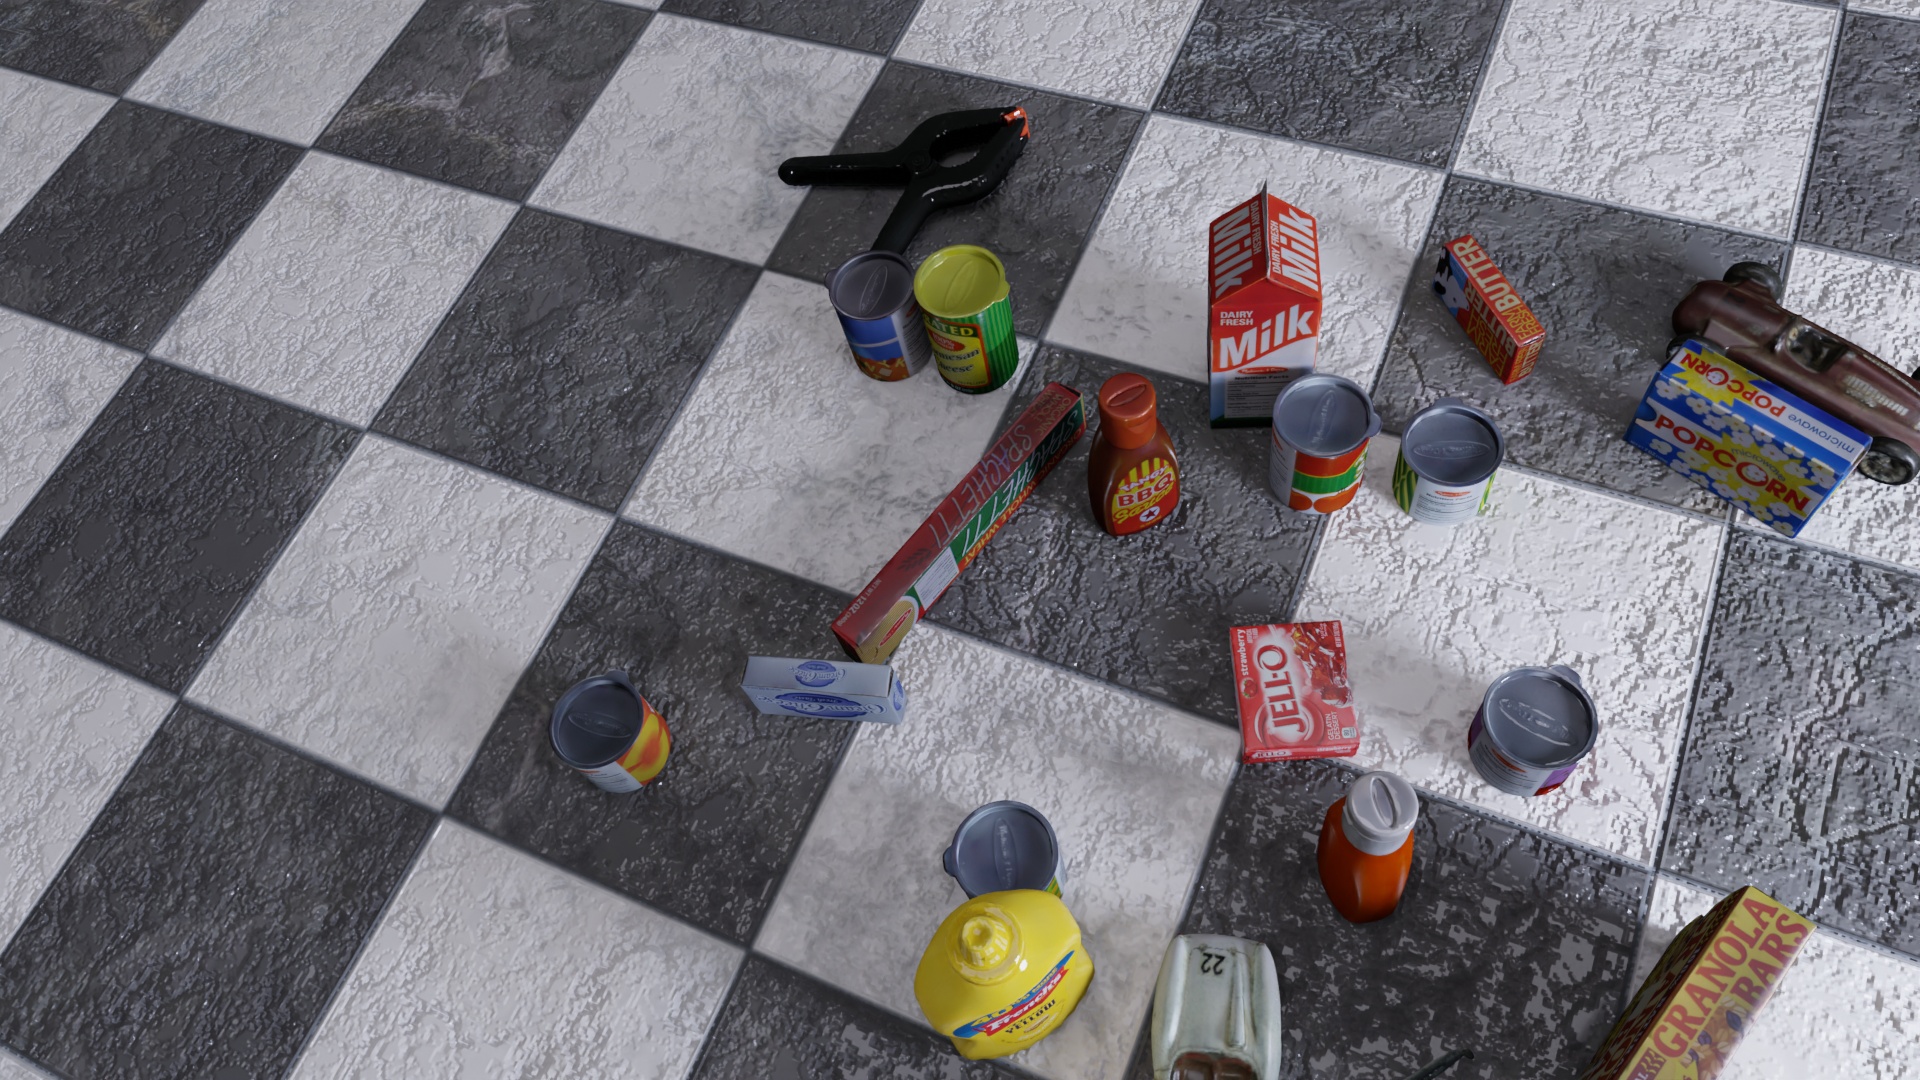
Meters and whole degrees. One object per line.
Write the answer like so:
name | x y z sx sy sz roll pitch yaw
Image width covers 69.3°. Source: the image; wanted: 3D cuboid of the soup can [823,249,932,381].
soup can | -0.062 -0.172 1.068 0.071 0.083 0.071 -4 62 8

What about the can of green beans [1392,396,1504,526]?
can of green beans | 0.332 -0.051 0.951 0.071 0.057 0.071 -4 62 8

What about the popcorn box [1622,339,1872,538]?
popcorn box | 0.513 -0.066 0.913 0.127 0.085 0.038 39 75 25

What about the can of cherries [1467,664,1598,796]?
can of cherries | 0.353 0.117 0.856 0.071 0.058 0.072 -4 62 8

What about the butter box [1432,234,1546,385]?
butter box | 0.382 -0.168 1.008 0.024 0.053 0.104 -23 61 -2

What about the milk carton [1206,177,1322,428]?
milk carton | 0.207 -0.158 0.954 0.073 0.189 0.072 -1 62 9

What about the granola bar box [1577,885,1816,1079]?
granola bar box | 0.370 0.269 0.734 0.039 0.123 0.166 36 73 24

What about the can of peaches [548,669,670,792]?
can of peaches | -0.237 0.131 0.949 0.071 0.057 0.071 -4 62 8

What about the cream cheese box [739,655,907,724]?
cream cheese box | -0.092 0.102 0.943 0.104 0.053 0.024 3 63 11

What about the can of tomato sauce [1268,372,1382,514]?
can of tomato sauce | 0.250 -0.065 0.958 0.071 0.082 0.071 -4 62 8

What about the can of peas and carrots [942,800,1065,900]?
can of peas and carrots | 0.028 0.203 0.865 0.071 0.058 0.071 -4 62 8

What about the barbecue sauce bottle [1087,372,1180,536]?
barbecue sauce bottle | 0.116 -0.058 0.940 0.065 0.148 0.044 -26 61 -5

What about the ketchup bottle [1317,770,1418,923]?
ketchup bottle | 0.233 0.172 0.795 0.043 0.148 0.065 -14 61 3

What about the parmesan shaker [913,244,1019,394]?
parmesan shaker | 0.009 -0.162 1.040 0.071 0.102 0.071 -4 62 8

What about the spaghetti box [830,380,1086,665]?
spaghetti box | 0.004 -0.012 0.990 0.029 0.050 0.251 34 72 24
